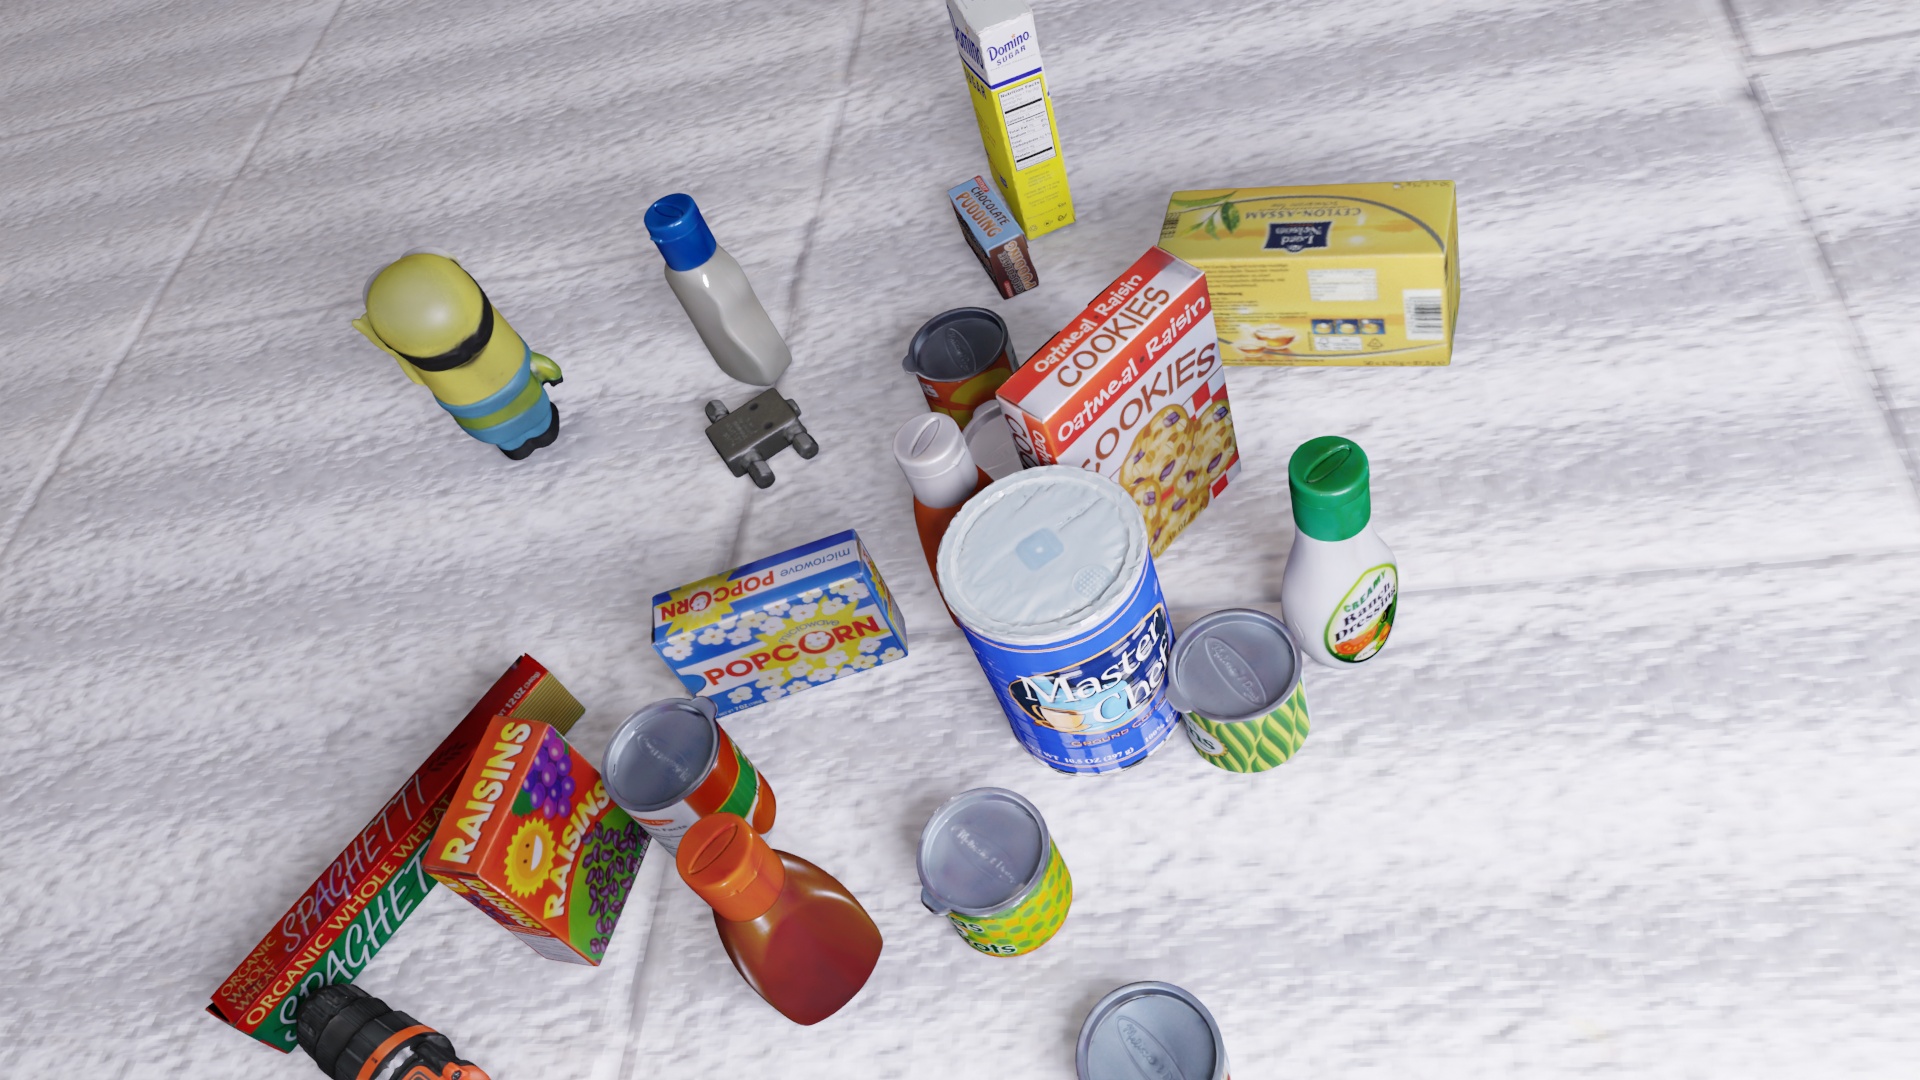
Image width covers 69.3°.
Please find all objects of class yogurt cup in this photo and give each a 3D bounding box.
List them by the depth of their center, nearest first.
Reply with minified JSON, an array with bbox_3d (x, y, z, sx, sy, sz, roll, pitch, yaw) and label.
[{"bbox_3d":[0.037,-0.044,0.846,0.072,0.053,0.073,-10,51,12],"label":"yogurt cup"}]

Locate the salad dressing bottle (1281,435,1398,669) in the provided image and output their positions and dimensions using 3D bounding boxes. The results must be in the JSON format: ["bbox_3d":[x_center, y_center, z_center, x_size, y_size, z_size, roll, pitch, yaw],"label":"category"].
[{"bbox_3d":[0.187,0.008,0.691,0.064,0.147,0.044,-37,51,-11],"label":"salad dressing bottle"}]

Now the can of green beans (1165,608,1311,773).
[{"bbox_3d":[0.143,0.078,0.710,0.071,0.057,0.071,-10,51,12],"label":"can of green beans"}]

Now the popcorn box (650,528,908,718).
[{"bbox_3d":[-0.103,0.050,0.801,0.127,0.085,0.038,-19,50,5],"label":"popcorn box"}]

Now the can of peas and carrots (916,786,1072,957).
[{"bbox_3d":[0.017,0.166,0.685,0.071,0.058,0.071,-10,51,12],"label":"can of peas and carrots"}]

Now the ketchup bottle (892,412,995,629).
[{"bbox_3d":[0.003,-0.010,0.768,0.043,0.148,0.065,15,60,29],"label":"ketchup bottle"}]

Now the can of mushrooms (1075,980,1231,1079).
[{"bbox_3d":[0.085,0.237,0.623,0.071,0.033,0.071,-10,51,12],"label":"can of mushrooms"}]

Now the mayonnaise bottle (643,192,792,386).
[{"bbox_3d":[-0.169,-0.171,0.955,0.065,0.147,0.041,24,65,33],"label":"mayonnaise bottle"}]

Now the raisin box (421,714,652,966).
[{"bbox_3d":[-0.218,0.159,0.731,0.040,0.123,0.086,3,55,22],"label":"raisin box"}]

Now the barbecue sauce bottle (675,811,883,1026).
[{"bbox_3d":[-0.086,0.176,0.655,0.044,0.148,0.065,32,69,36],"label":"barbecue sauce bottle"}]

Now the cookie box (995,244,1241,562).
[{"bbox_3d":[0.092,-0.058,0.763,0.123,0.166,0.040,-44,52,-16],"label":"cookie box"}]

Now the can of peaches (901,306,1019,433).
[{"bbox_3d":[0.003,-0.108,0.904,0.071,0.057,0.071,-10,51,12],"label":"can of peaches"}]

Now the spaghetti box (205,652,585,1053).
[{"bbox_3d":[-0.318,0.177,0.800,0.029,0.050,0.251,23,64,32],"label":"spaghetti box"}]

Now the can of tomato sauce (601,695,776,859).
[{"bbox_3d":[-0.144,0.133,0.752,0.071,0.082,0.071,-10,51,12],"label":"can of tomato sauce"}]

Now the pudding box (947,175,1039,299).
[{"bbox_3d":[0.023,-0.216,0.987,0.030,0.049,0.084,-26,49,-1],"label":"pudding box"}]
